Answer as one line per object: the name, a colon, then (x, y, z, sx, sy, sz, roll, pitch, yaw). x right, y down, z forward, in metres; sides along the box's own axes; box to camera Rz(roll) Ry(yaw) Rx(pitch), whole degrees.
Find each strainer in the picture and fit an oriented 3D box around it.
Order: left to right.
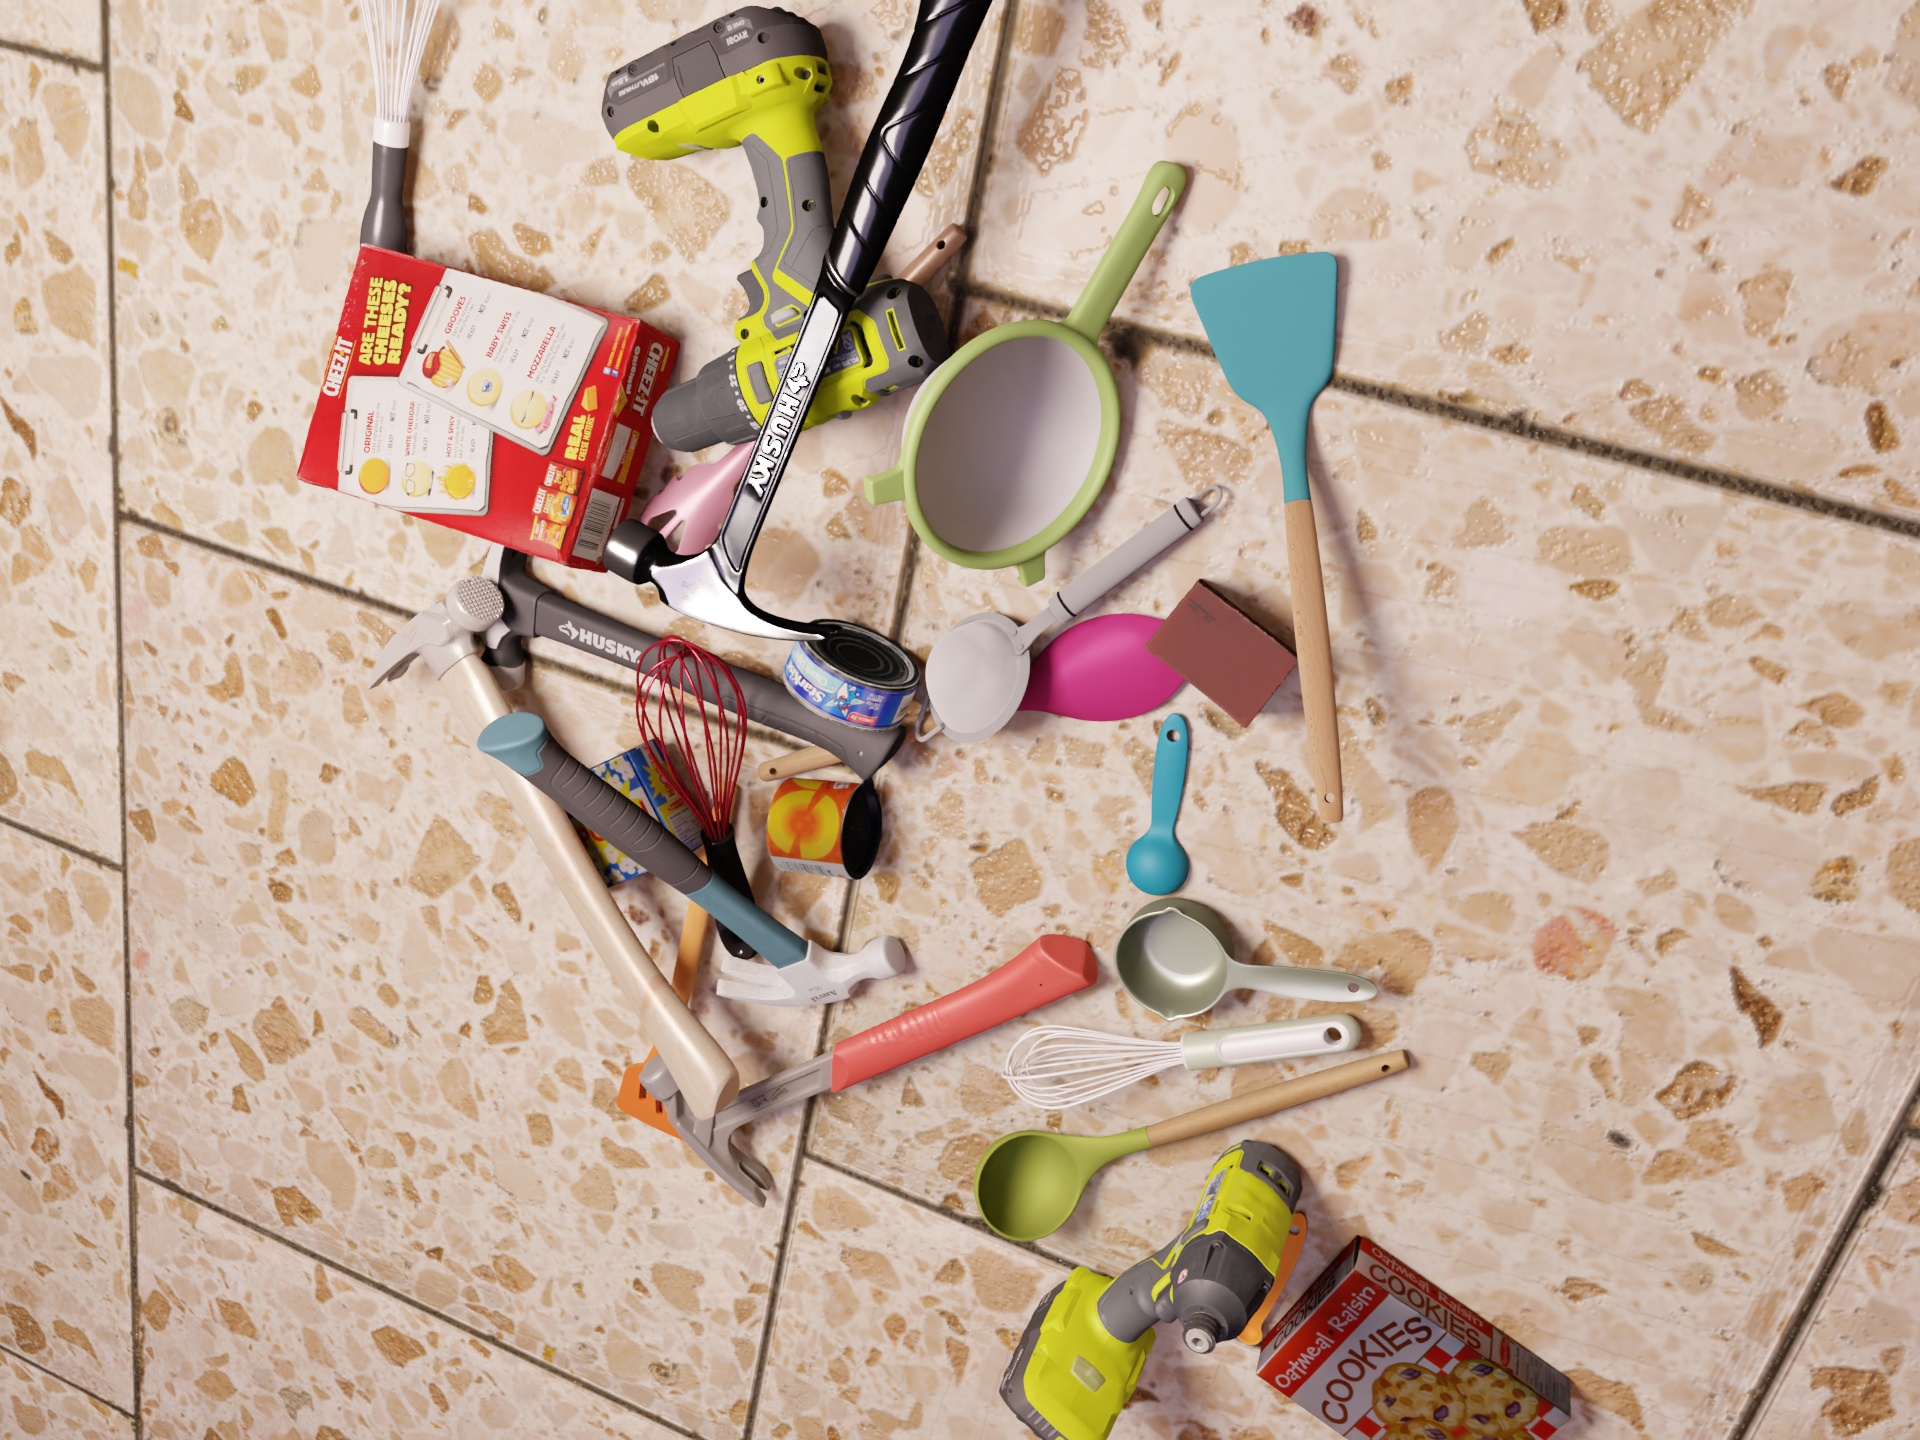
strainer: (0.043, -0.214, 0.929, 0.069, 0.151, 0.256, 39, 102, 46)
strainer: (0.055, -0.068, 0.988, 0.258, 0.050, 0.087, -36, 56, 20)

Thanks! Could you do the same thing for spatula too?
spatula: (-0.205, 0.189, 1.200, 0.081, 0.041, 0.322, 21, 111, 13)
spatula: (0.191, -0.099, 0.901, 0.082, 0.044, 0.317, -7, 88, 18)

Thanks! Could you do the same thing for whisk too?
whisk: (-0.366, -0.415, 1.032, 0.070, 0.070, 0.284, 23, 121, 12)
whisk: (-0.168, 0.063, 1.084, 0.073, 0.073, 0.295, 11, 133, 18)
whisk: (0.143, 0.222, 1.061, 0.246, 0.059, 0.058, -12, 87, 20)

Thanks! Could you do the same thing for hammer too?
hammer: (-0.284, 0.105, 1.139, 0.146, 0.038, 0.410, -30, 90, 38)
hammer: (-0.185, 0.099, 1.063, 0.128, 0.033, 0.330, -24, 130, 27)
hammer: (-0.189, -0.040, 1.090, 0.335, 0.035, 0.146, 21, 119, 17)
hammer: (-0.069, -0.229, 0.890, 0.149, 0.036, 0.408, 29, 111, 7)
hammer: (-0.056, 0.244, 1.143, 0.359, 0.037, 0.149, -27, 114, 24)

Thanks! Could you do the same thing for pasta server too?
pasta server: (-0.107, -0.201, 1.021, 0.316, 0.040, 0.060, -41, 91, 24)

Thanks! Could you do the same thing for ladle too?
ladle: (0.150, 0.280, 1.074, 0.320, 0.062, 0.078, -24, 99, 24)

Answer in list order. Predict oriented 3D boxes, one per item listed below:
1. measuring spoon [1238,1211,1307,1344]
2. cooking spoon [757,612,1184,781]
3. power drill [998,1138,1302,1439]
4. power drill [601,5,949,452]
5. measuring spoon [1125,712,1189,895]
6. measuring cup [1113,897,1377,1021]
measuring spoon: (0.218, 0.389, 1.113, 0.021, 0.011, 0.117, 22, 111, 14)
cooking spoon: (-0.002, -0.003, 1.052, 0.319, 0.017, 0.068, -16, 100, 25)
power drill: (0.127, 0.394, 1.060, 0.080, 0.171, 0.223, 41, 121, 3)
power drill: (-0.127, -0.282, 0.953, 0.190, 0.080, 0.228, -15, 97, 22)
measuring spoon: (0.129, 0.057, 1.020, 0.042, 0.021, 0.128, 11, 113, 17)
measuring cup: (0.184, 0.156, 1.027, 0.167, 0.038, 0.083, 5, 110, 18)
